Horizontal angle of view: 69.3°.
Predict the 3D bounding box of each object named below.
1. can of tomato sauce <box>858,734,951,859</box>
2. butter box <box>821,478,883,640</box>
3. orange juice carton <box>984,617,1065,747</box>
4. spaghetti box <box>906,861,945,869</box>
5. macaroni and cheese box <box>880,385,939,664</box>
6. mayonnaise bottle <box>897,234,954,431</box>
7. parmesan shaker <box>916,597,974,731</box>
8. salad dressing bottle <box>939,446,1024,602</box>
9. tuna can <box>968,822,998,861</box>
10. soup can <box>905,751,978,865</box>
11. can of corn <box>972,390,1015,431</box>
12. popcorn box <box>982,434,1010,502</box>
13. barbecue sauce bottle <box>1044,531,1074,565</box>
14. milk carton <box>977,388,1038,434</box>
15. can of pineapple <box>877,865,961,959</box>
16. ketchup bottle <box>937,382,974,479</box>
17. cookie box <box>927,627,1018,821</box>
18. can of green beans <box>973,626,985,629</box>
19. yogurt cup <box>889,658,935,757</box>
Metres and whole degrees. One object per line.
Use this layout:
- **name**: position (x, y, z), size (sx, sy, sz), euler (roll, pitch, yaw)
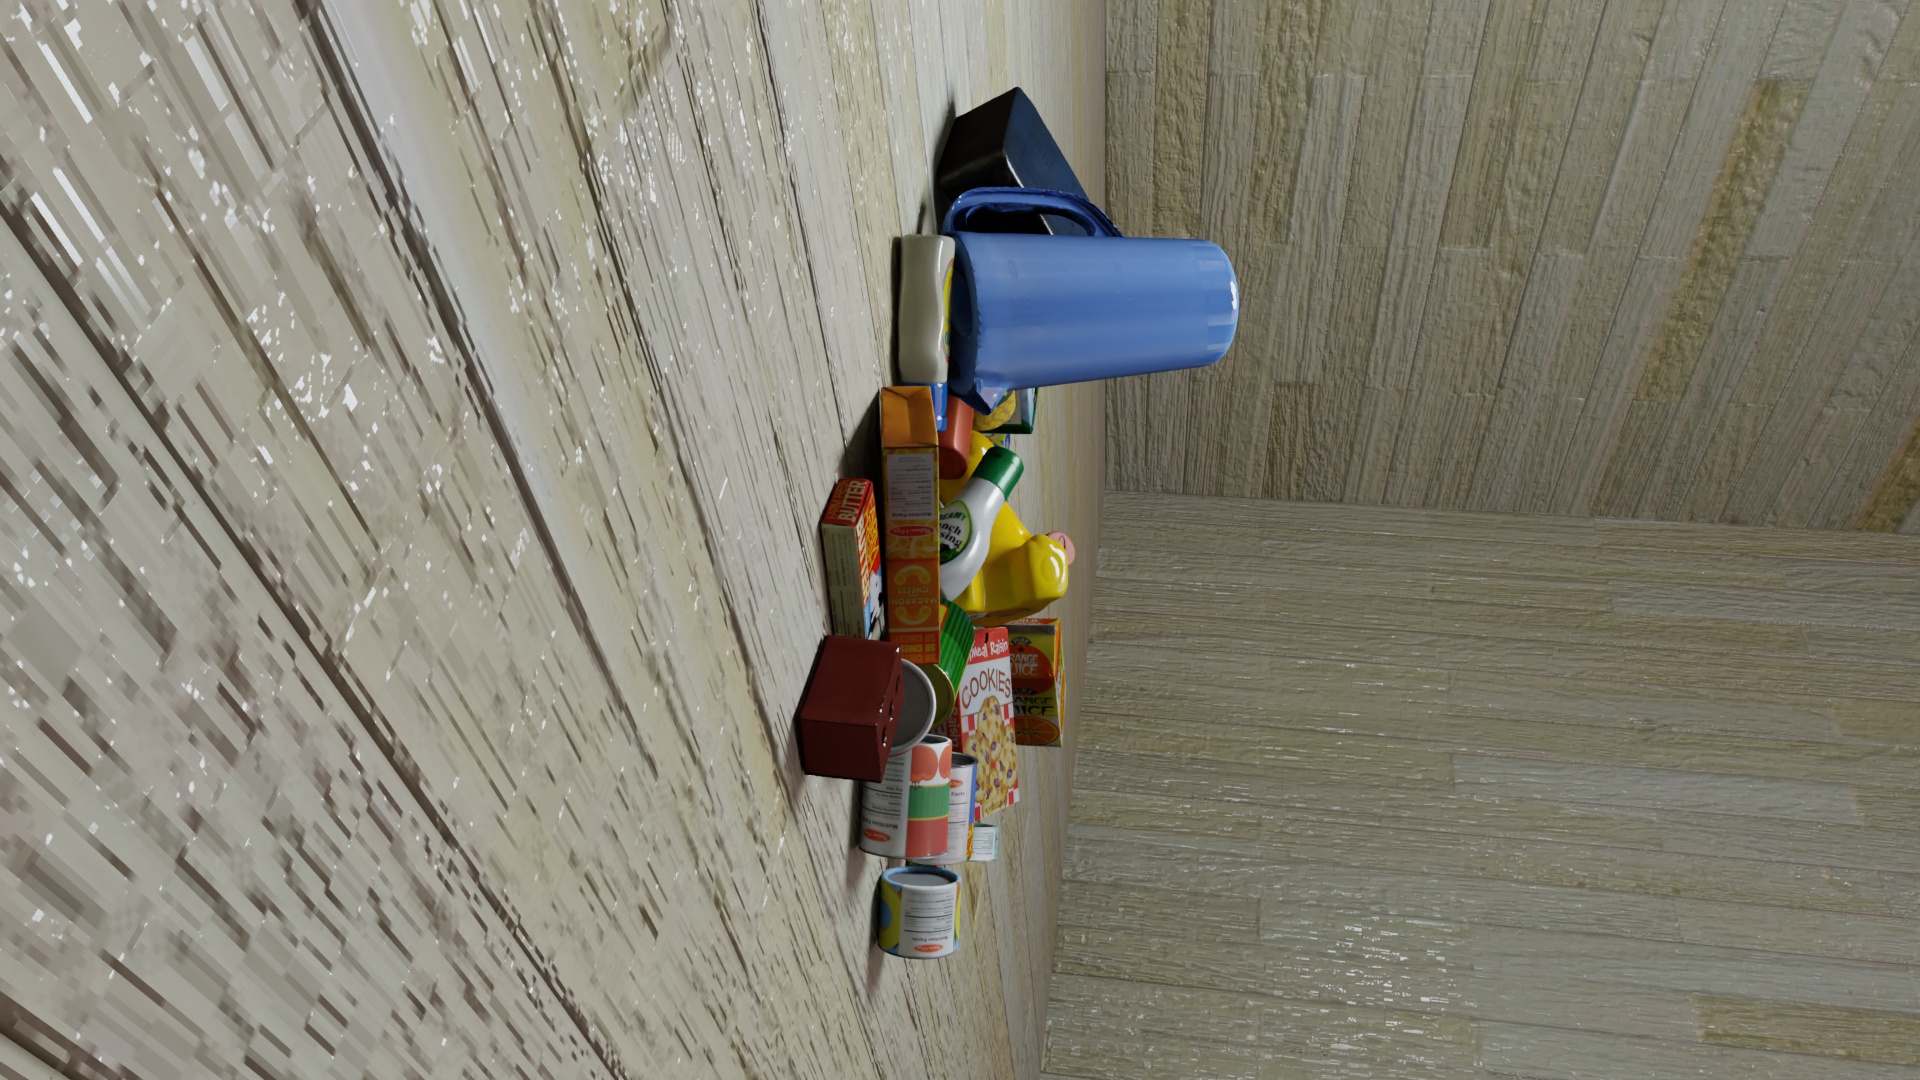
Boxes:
- **can of tomato sauce**: position (-0.039, 0.188, 1.034), size (0.071, 0.071, 0.083), euler (5, 88, -81)
- **butter box**: position (-0.070, 0.015, 0.913), size (0.053, 0.024, 0.103), euler (-75, 166, -53)
- **orange juice carton**: position (0.067, 0.137, 1.424), size (0.191, 0.072, 0.073), euler (80, 14, -54)
- **spaghetti box**: position (-0.020, 0.217, 1.289), size (0.050, 0.029, 0.251), euler (75, 20, -62)
- **macaroni and cheese box**: position (-0.037, -0.013, 0.996), size (0.124, 0.040, 0.165), euler (-98, -173, -65)
- **mayonnaise bottle**: position (-0.027, -0.159, 1.066), size (0.065, 0.041, 0.147), euler (-51, 143, -78)
- **parmesan shaker**: position (-0.031, 0.095, 1.071), size (0.103, 0.071, 0.071), euler (-69, 161, -65)
- **salad dressing bottle**: position (0.004, -0.014, 1.149), size (0.148, 0.064, 0.043), euler (-58, 139, -29)
- **tuna can**: position (0.003, 0.292, 1.352), size (0.071, 0.071, 0.033), euler (43, 50, -79)
- **soup can**: position (-0.021, 0.224, 1.176), size (0.071, 0.071, 0.083), euler (-13, 107, -81)
- **can of corn**: position (0.017, -0.140, 1.265), size (0.058, 0.071, 0.071), euler (83, 13, -50)
- **popcorn box**: position (0.026, -0.058, 1.450), size (0.127, 0.038, 0.084), euler (-75, 164, -51)
- **barbecue sauce bottle**: position (0.051, 0.031, 1.355), size (0.148, 0.043, 0.065), euler (-29, -139, 49)
- **milk carton**: position (0.033, -0.194, 1.325), size (0.189, 0.073, 0.073), euler (83, 13, -48)
- **can of pineapple**: position (-0.034, 0.299, 1.124), size (0.071, 0.071, 0.058), euler (-9, 102, -81)
- **ketchup bottle**: position (-0.007, -0.130, 1.193), size (0.064, 0.043, 0.149), euler (81, 15, -65)
- **cookie box**: position (0.010, 0.165, 1.265), size (0.123, 0.040, 0.167), euler (1, 84, -66)
- **can of green beans**: position (0.042, 0.114, 1.523), size (0.057, 0.071, 0.071), euler (79, 17, -56)
- **yogurt cup**: position (-0.051, 0.118, 0.956), size (0.053, 0.072, 0.072), euler (92, 4, -72)
